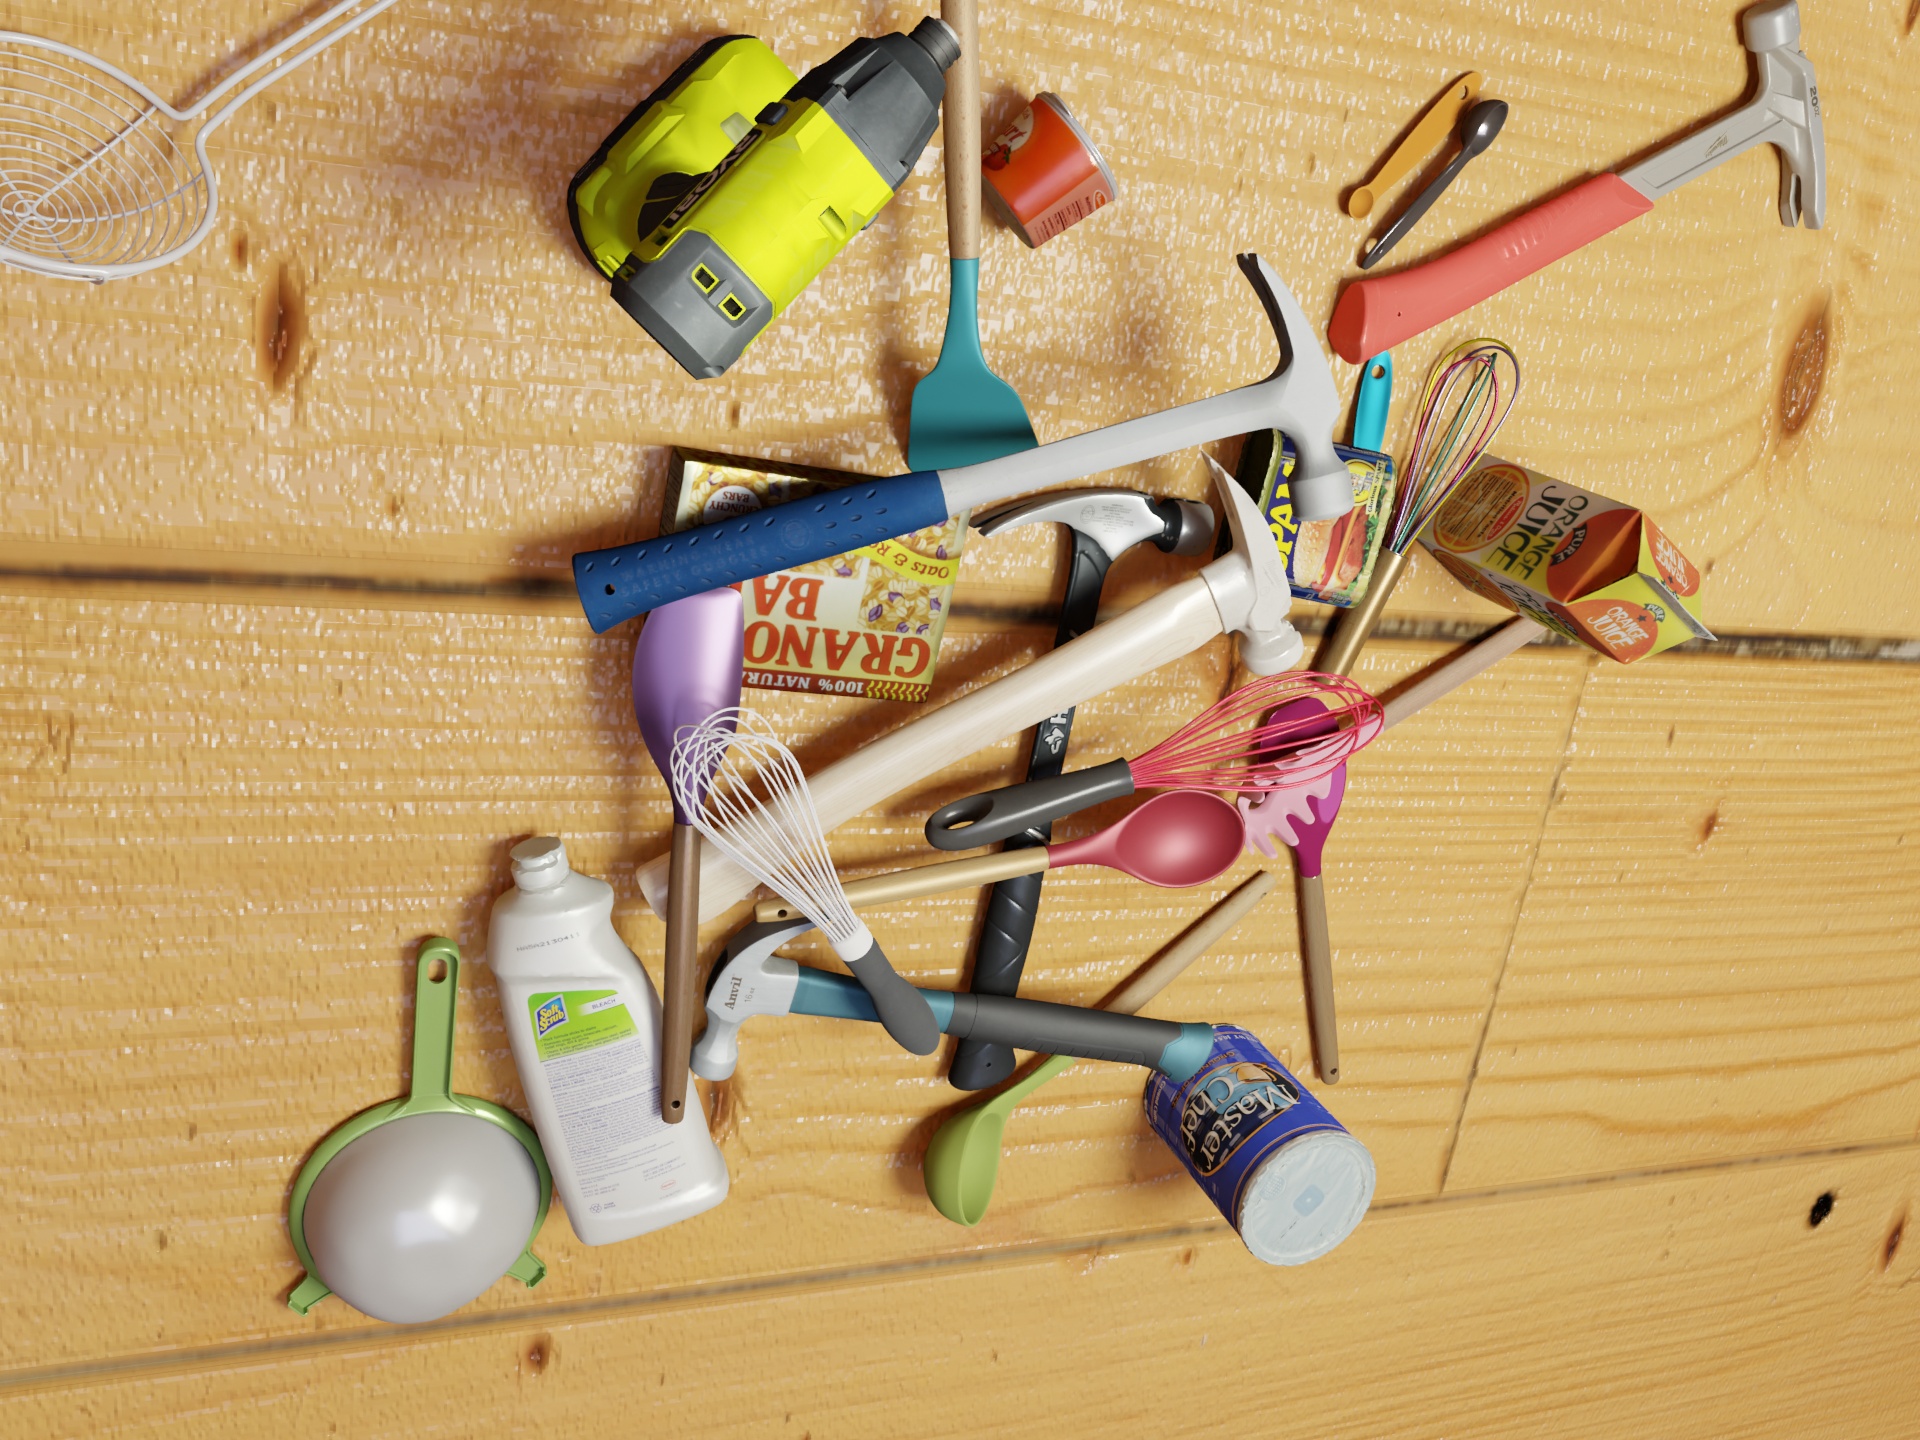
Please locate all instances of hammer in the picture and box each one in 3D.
[{"bbox_3d":[-0.001,-0.126,0.825,0.405,0.035,0.144,-16,106,-3],"label":"hammer"},{"bbox_3d":[-0.001,-0.003,0.912,0.410,0.038,0.146,-28,127,-1],"label":"hammer"},{"bbox_3d":[0.390,-0.306,0.995,0.359,0.037,0.149,-29,119,-10],"label":"hammer"},{"bbox_3d":[0.044,0.053,0.999,0.149,0.036,0.408,4,109,-22],"label":"hammer"},{"bbox_3d":[0.004,0.188,1.006,0.331,0.033,0.128,12,110,-16],"label":"hammer"}]

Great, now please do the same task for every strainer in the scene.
[{"bbox_3d":[-0.304,0.251,0.916,0.151,0.069,0.256,1,112,-23],"label":"strainer"}]

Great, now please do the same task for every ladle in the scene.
[{"bbox_3d":[0.101,0.218,1.079,0.320,0.062,0.078,-40,147,-7],"label":"ladle"},{"bbox_3d":[0.028,0.090,0.971,0.315,0.031,0.069,-8,110,-19],"label":"ladle"}]

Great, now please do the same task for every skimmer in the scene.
[{"bbox_3d":[-0.278,-0.315,0.685,0.363,0.090,0.127,-37,88,-7],"label":"skimmer"}]

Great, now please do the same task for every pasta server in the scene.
[{"bbox_3d":[0.307,-0.008,1.070,0.316,0.040,0.060,-30,128,-14],"label":"pasta server"}]

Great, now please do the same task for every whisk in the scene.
[{"bbox_3d":[-0.076,0.102,0.893,0.070,0.070,0.284,-35,125,-6],"label":"whisk"},{"bbox_3d":[0.120,0.028,0.966,0.296,0.073,0.073,-16,116,-8],"label":"whisk"},{"bbox_3d":[0.287,-0.130,1.026,0.047,0.051,0.245,22,106,-7],"label":"whisk"}]

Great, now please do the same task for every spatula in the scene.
[{"bbox_3d":[0.003,-0.266,0.815,0.082,0.044,0.317,7,117,15],"label":"spatula"},{"bbox_3d":[-0.155,0.080,0.883,0.059,0.018,0.315,-1,106,-19],"label":"spatula"}]

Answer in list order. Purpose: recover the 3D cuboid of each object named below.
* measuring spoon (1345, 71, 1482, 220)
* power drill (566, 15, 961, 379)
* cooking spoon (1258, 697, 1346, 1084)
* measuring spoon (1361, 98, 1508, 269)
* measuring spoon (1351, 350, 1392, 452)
[{"bbox_3d":[0.268,-0.343,0.946,0.117,0.011,0.021,-47,129,-3],"label":"measuring spoon"},{"bbox_3d":[-0.093,-0.244,0.712,0.171,0.223,0.080,-46,120,1],"label":"power drill"},{"bbox_3d":[0.249,0.129,1.123,0.068,0.017,0.318,-20,116,-17],"label":"cooking spoon"},{"bbox_3d":[0.280,-0.323,0.955,0.124,0.018,0.034,-48,158,8],"label":"measuring spoon"},{"bbox_3d":[0.253,-0.171,1.008,0.042,0.021,0.128,6,100,-9],"label":"measuring spoon"}]
